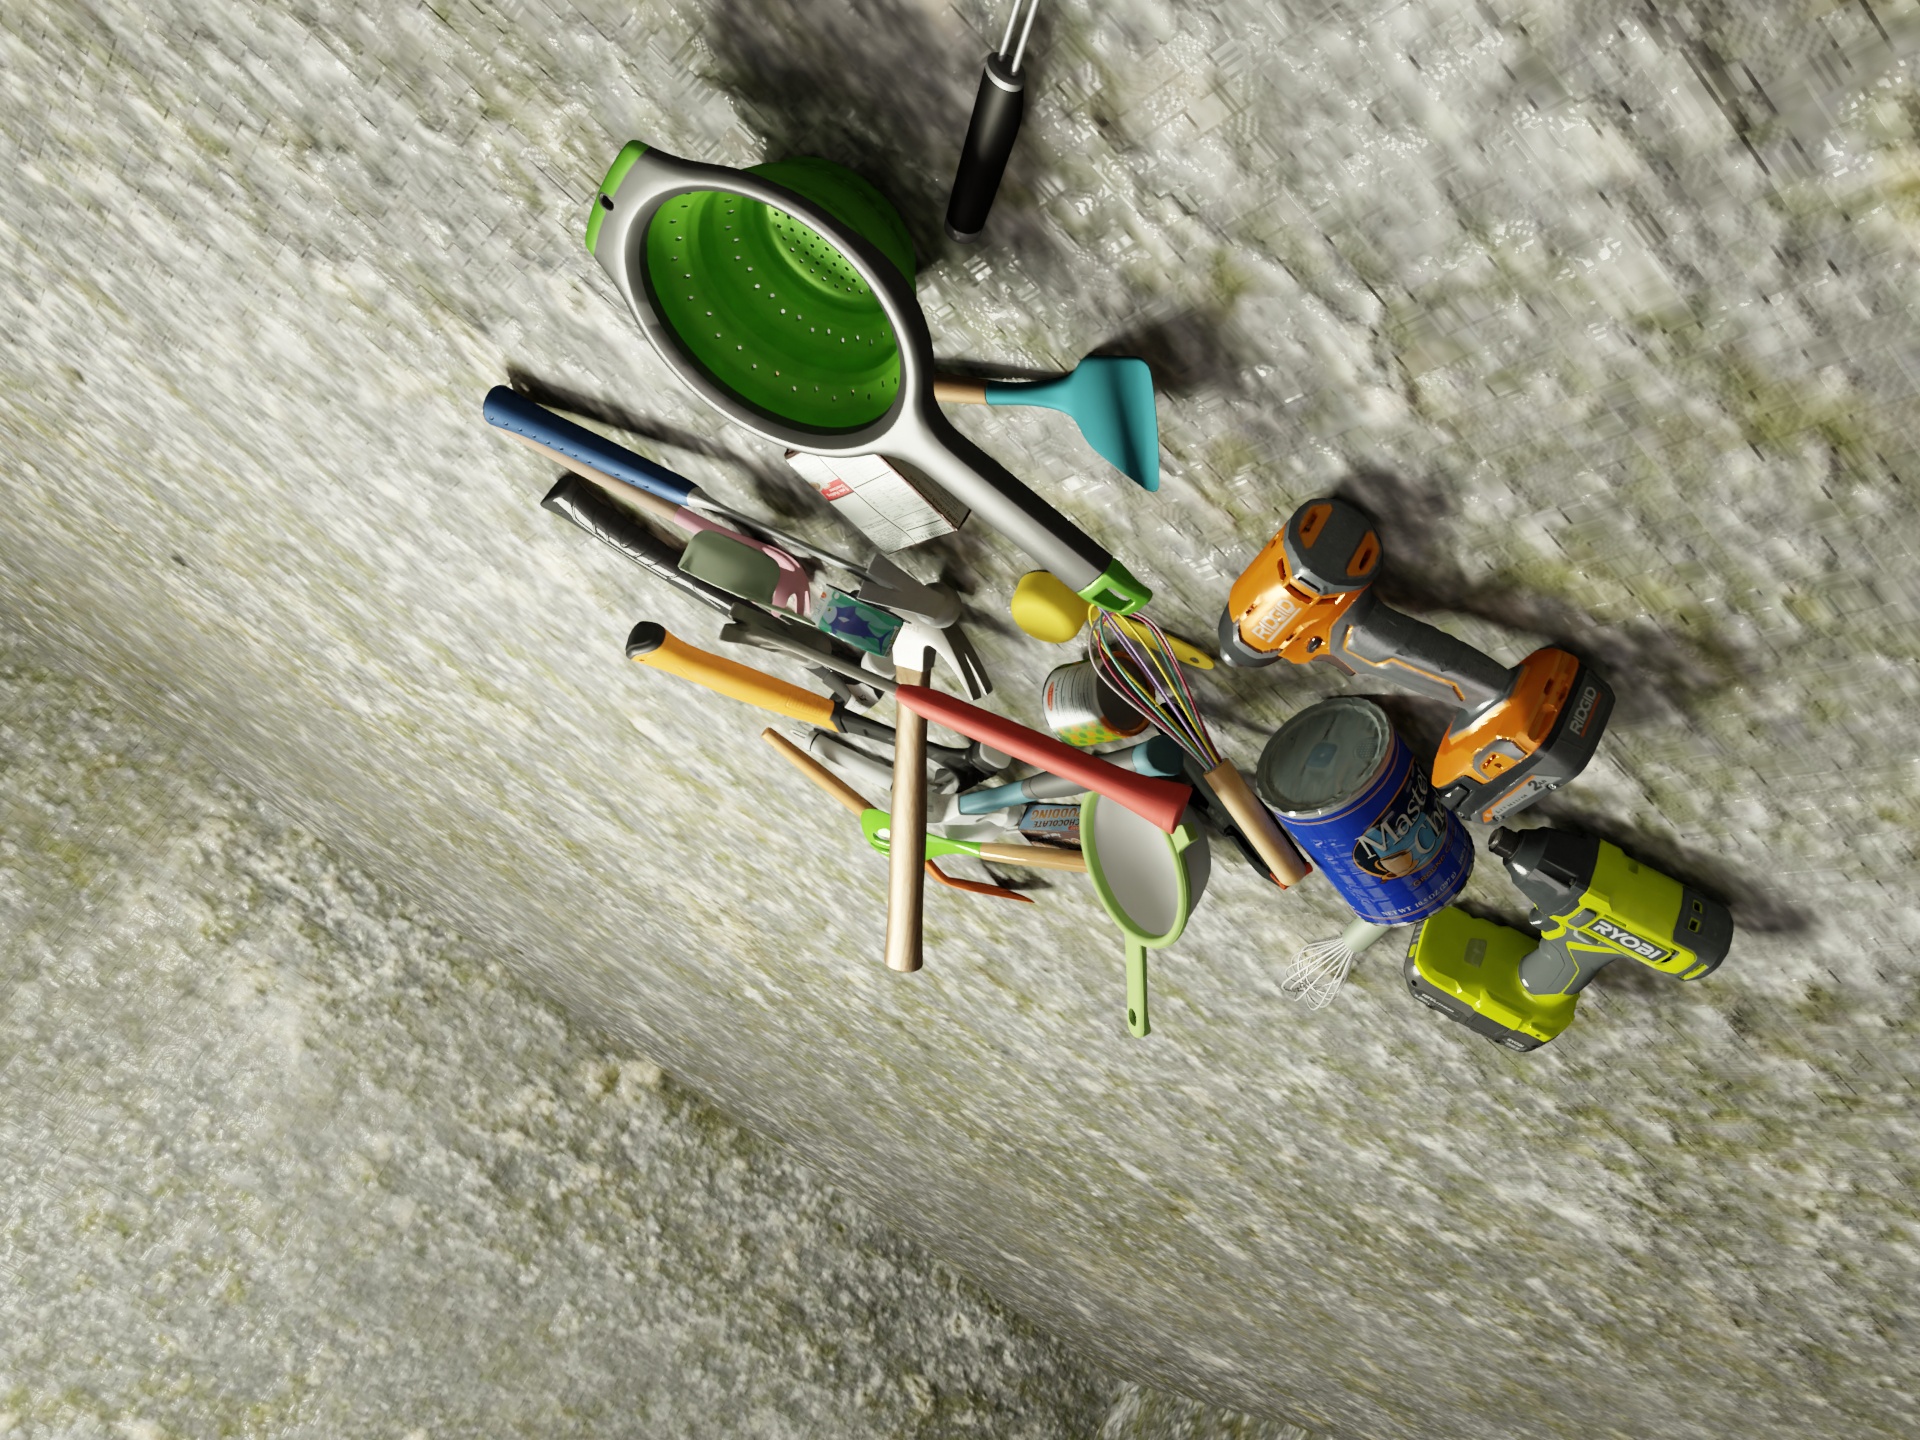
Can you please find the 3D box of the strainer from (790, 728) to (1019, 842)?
[{"bbox_3d":[-0.052,0.067,1.520,0.258,0.050,0.086,26,167,12],"label":"strainer"}]

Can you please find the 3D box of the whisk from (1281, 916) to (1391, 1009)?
[{"bbox_3d":[0.337,0.191,1.367,0.059,0.058,0.246,-3,152,-14],"label":"whisk"}]

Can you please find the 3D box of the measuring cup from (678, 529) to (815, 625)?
[{"bbox_3d":[-0.149,-0.107,1.192,0.083,0.038,0.168,21,-176,-41],"label":"measuring cup"}]

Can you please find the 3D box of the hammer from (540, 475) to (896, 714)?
[{"bbox_3d":[-0.213,-0.107,1.376,0.334,0.035,0.146,32,152,-6],"label":"hammer"}]

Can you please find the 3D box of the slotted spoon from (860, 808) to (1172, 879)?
[{"bbox_3d":[0.043,0.120,1.446,0.314,0.031,0.070,5,141,26],"label":"slotted spoon"}]

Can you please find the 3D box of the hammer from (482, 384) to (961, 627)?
[{"bbox_3d":[-0.195,-0.169,1.212,0.405,0.035,0.144,25,-176,15],"label":"hammer"}]

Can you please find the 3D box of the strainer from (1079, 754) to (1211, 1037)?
[{"bbox_3d":[0.169,0.155,1.345,0.152,0.069,0.256,37,138,52],"label":"strainer"}]

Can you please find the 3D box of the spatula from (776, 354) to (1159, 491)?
[{"bbox_3d":[-0.008,-0.208,1.006,0.318,0.044,0.082,13,128,31],"label":"spatula"}]

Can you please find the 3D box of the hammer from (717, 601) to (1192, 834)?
[{"bbox_3d":[-0.002,-0.004,1.171,0.359,0.037,0.149,23,-177,19],"label":"hammer"}]

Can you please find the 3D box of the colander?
[{"bbox_3d":[-0.030,-0.212,0.952,0.397,0.094,0.204,37,149,-12],"label":"colander"}]

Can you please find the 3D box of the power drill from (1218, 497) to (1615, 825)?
[{"bbox_3d":[0.272,-0.031,1.009,0.226,0.084,0.164,34,153,0],"label":"power drill"}]

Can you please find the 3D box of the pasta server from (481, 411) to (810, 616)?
[{"bbox_3d":[-0.257,-0.174,1.299,0.316,0.060,0.040,28,113,6],"label":"pasta server"}]

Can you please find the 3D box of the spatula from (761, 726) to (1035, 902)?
[{"bbox_3d":[-0.064,0.100,1.559,0.322,0.041,0.081,40,168,-21],"label":"spatula"}]

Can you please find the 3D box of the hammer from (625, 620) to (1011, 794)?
[{"bbox_3d":[-0.128,-0.009,1.365,0.336,0.034,0.127,21,154,-22],"label":"hammer"}]

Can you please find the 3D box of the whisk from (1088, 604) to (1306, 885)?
[{"bbox_3d":[0.167,0.015,1.126,0.047,0.051,0.245,-34,94,39],"label":"whisk"}]

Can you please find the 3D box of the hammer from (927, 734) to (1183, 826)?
[{"bbox_3d":[0.070,0.053,1.302,0.128,0.033,0.331,2,168,-31],"label":"hammer"}]

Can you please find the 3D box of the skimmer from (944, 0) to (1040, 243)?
[{"bbox_3d":[0.009,-0.334,0.725,0.127,0.090,0.363,58,159,14],"label":"skimmer"}]

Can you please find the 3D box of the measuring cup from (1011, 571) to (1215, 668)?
[{"bbox_3d":[0.108,-0.062,1.158,0.156,0.029,0.062,24,152,13],"label":"measuring cup"}]

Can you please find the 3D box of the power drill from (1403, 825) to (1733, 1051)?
[{"bbox_3d":[0.433,0.159,1.187,0.171,0.080,0.223,27,149,1],"label":"power drill"}]

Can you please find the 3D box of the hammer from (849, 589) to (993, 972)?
[{"bbox_3d":[-0.040,0.061,1.315,0.130,0.031,0.331,16,116,29],"label":"hammer"}]
